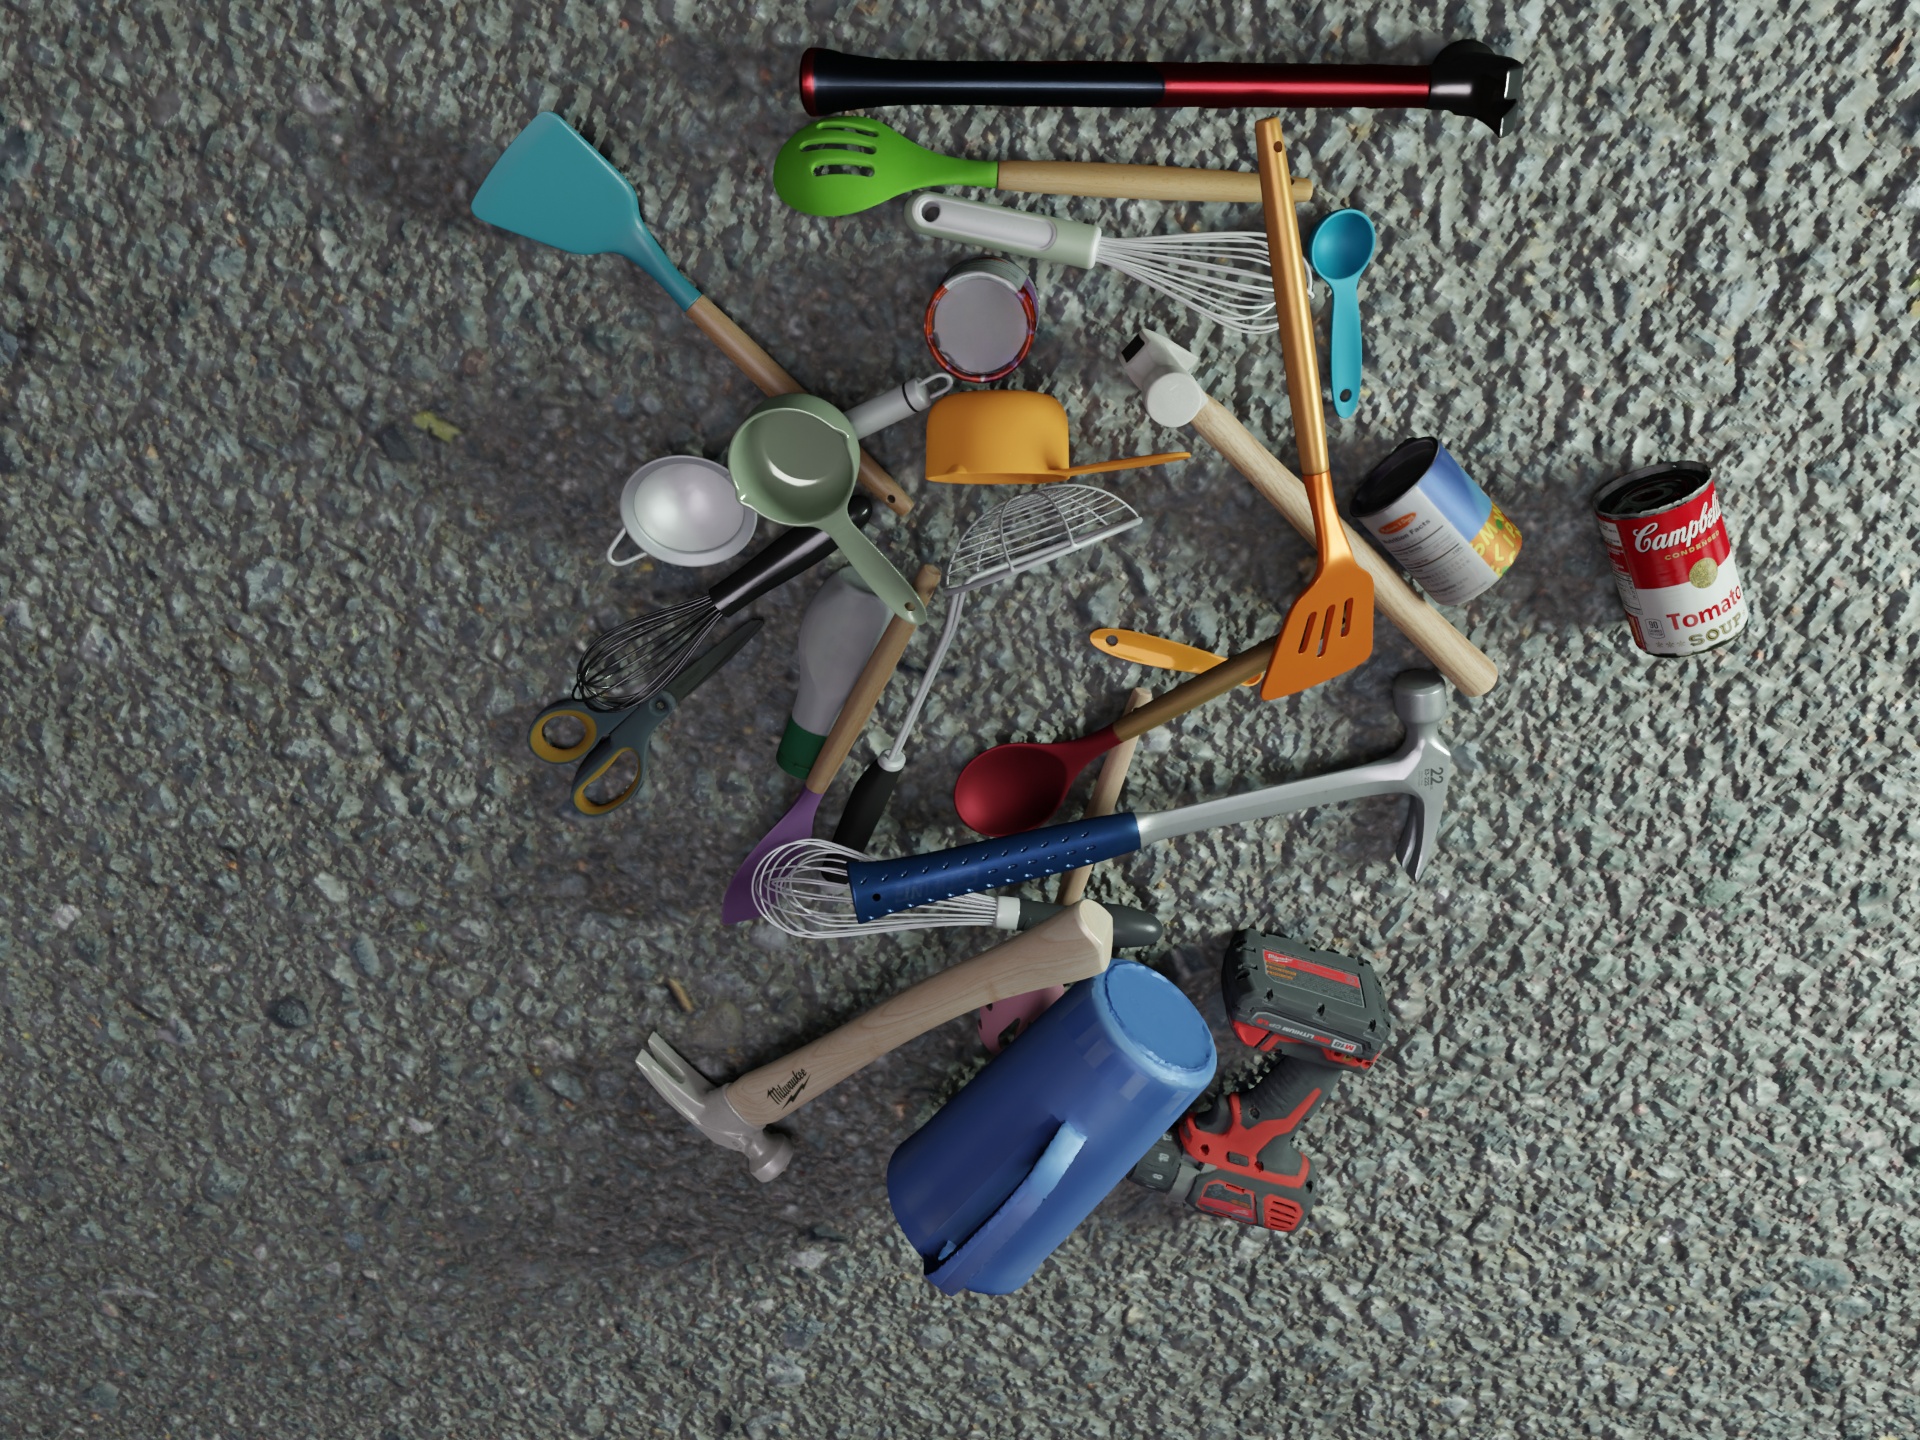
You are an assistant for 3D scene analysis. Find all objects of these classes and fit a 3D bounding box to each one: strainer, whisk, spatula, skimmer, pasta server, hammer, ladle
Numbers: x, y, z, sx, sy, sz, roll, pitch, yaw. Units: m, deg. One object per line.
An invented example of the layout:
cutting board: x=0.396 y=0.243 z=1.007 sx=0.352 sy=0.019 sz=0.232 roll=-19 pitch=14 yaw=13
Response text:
strainer: x=-0.115 y=-0.160 z=0.988 sx=0.258 sy=0.050 sz=0.086 roll=-20 pitch=132 yaw=24
whisk: x=0.086 y=-0.275 z=0.933 sx=0.246 sy=0.059 sz=0.058 roll=13 pitch=98 yaw=4
spatula: x=-0.148 y=-0.233 z=0.975 sx=0.317 sy=0.044 sz=0.082 roll=42 pitch=117 yaw=-15
skimmer: x=-0.002 y=-0.003 z=1.040 sx=0.090 sy=0.127 sz=0.363 roll=36 pitch=123 yaw=16
pasta server: x=0.077 y=0.118 z=1.127 sx=0.060 sy=0.040 sz=0.316 roll=17 pitch=111 yaw=-3
whisk: x=-0.001 y=0.129 z=1.088 sx=0.284 sy=0.070 sz=0.070 roll=8 pitch=115 yaw=-5
hammer: x=0.100 y=-0.342 z=0.860 sx=0.386 sy=0.143 sz=0.038 roll=4 pitch=118 yaw=8
hammer: x=-0.062 y=0.212 z=1.119 sx=0.410 sy=0.038 sz=0.146 roll=-33 pitch=108 yaw=34
spatula: x=0.185 y=-0.161 z=0.872 sx=0.081 sy=0.041 sz=0.322 roll=-21 pitch=113 yaw=-19
ladle: x=0.122 y=-0.004 z=1.030 sx=0.315 sy=0.031 sz=0.069 roll=-29 pitch=112 yaw=31
spatula: x=-0.088 y=0.026 z=1.060 sx=0.018 sy=0.059 sz=0.315 roll=47 pitch=122 yaw=27
whisk: x=-0.157 y=-0.077 z=1.041 sx=0.239 sy=0.055 sz=0.055 roll=-33 pitch=108 yaw=10
hammer: x=0.217 y=-0.120 z=0.967 sx=0.331 sy=0.130 sz=0.031 roll=38 pitch=110 yaw=-24
hammer: x=0.128 y=0.076 z=1.049 sx=0.405 sy=0.035 sz=0.144 roll=-12 pitch=115 yaw=-4

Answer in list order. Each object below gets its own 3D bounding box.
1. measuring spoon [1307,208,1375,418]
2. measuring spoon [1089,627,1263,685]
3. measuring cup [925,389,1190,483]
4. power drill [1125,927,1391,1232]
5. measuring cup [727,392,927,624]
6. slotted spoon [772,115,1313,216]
measuring spoon: x=0.226 y=-0.243 z=0.953 sx=0.042 sy=0.021 sz=0.128 roll=-17 pitch=123 yaw=-11
measuring spoon: x=0.143 y=-0.044 z=1.055 sx=0.117 sy=0.011 sz=0.021 roll=13 pitch=116 yaw=3
measuring cup: x=0.057 y=-0.171 z=0.938 sx=0.174 sy=0.095 sz=0.052 roll=0 pitch=94 yaw=35
power drill: x=0.194 y=0.266 z=1.158 sx=0.188 sy=0.080 sz=0.226 roll=17 pitch=118 yaw=-2
measuring cup: x=-0.070 y=-0.126 z=0.961 sx=0.083 sy=0.038 sz=0.167 roll=-28 pitch=119 yaw=24
slotted spoon: x=0.047 y=-0.317 z=0.921 sx=0.313 sy=0.070 sz=0.031 roll=3 pitch=160 yaw=-1
